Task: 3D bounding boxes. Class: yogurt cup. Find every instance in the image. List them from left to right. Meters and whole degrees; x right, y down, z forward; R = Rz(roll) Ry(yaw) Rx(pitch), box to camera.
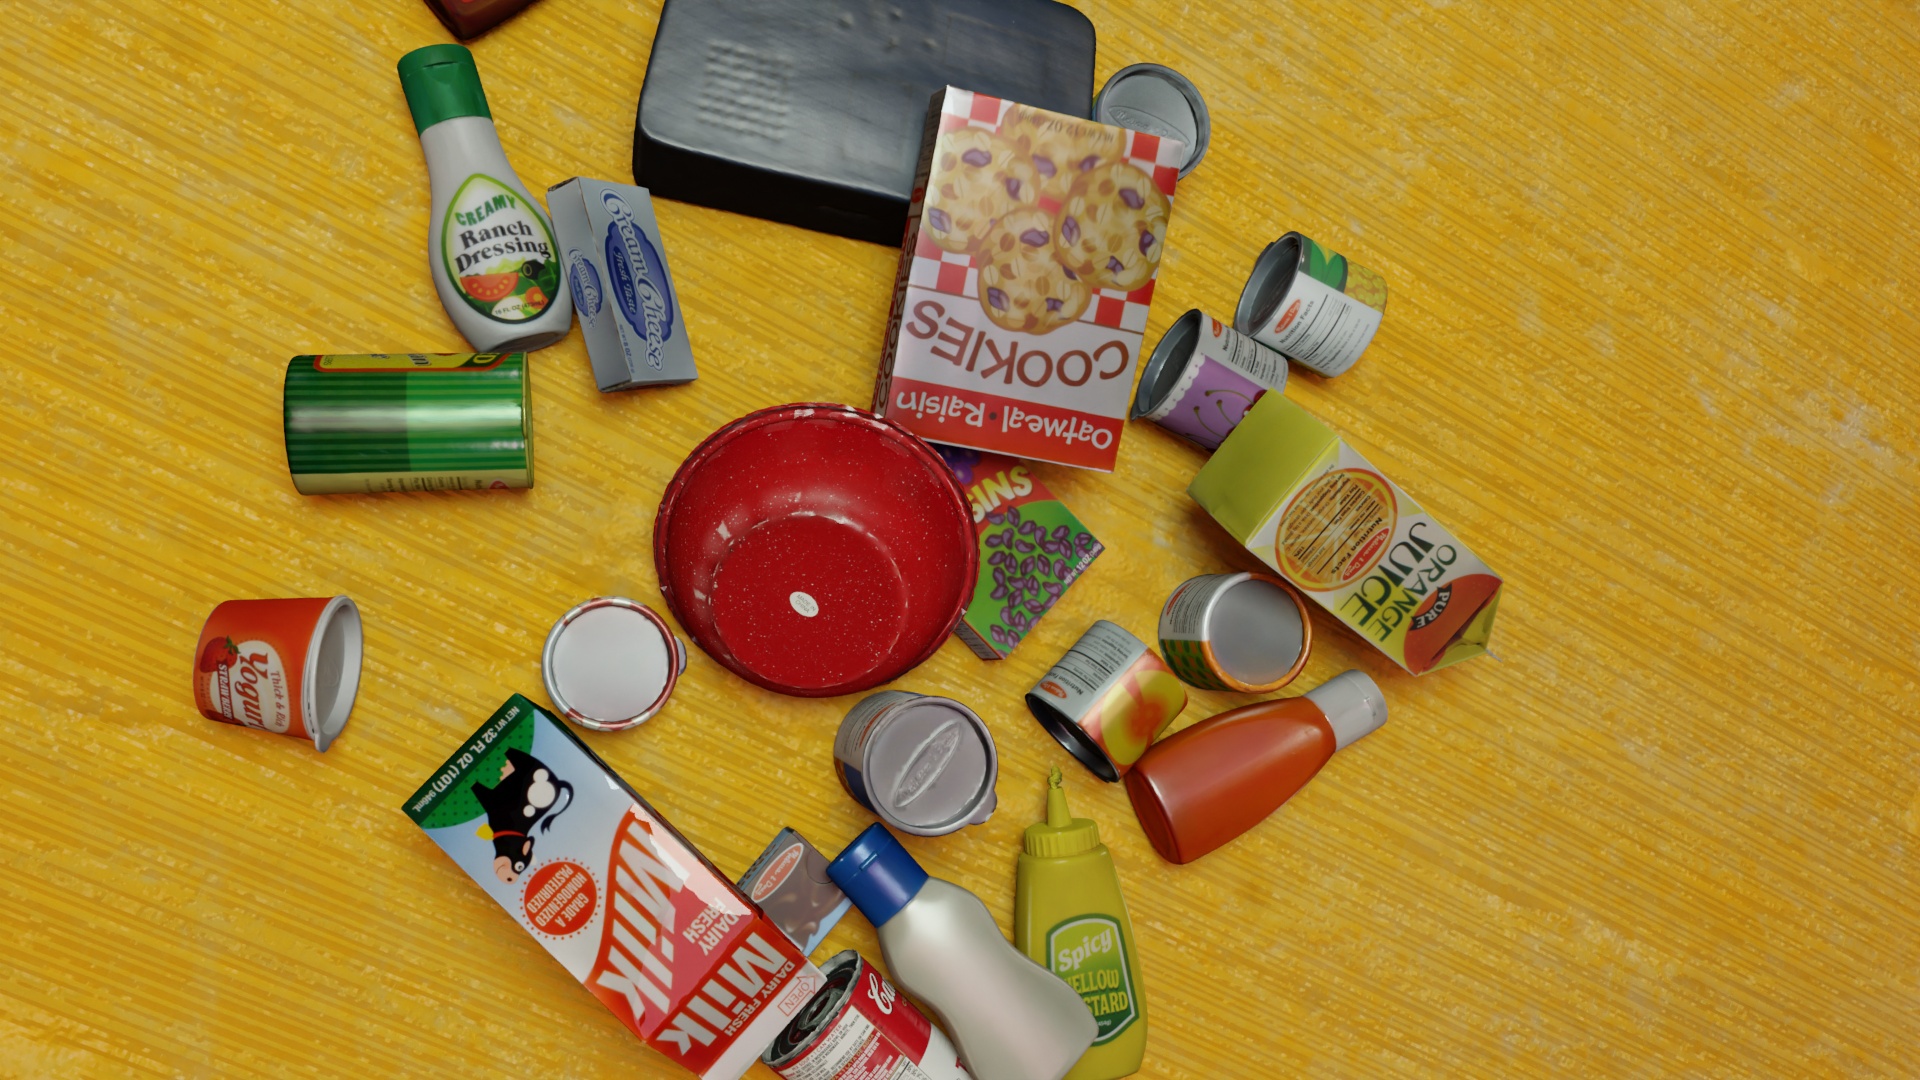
[{"bbox_3d":[-0.310,0.056,0.632,0.054,0.072,0.072,6,84,-6],"label":"yogurt cup"}]

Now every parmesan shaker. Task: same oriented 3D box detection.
[{"bbox_3d":[-0.255,-0.056,0.650,0.103,0.071,0.071,-2,86,-15],"label":"parmesan shaker"}]

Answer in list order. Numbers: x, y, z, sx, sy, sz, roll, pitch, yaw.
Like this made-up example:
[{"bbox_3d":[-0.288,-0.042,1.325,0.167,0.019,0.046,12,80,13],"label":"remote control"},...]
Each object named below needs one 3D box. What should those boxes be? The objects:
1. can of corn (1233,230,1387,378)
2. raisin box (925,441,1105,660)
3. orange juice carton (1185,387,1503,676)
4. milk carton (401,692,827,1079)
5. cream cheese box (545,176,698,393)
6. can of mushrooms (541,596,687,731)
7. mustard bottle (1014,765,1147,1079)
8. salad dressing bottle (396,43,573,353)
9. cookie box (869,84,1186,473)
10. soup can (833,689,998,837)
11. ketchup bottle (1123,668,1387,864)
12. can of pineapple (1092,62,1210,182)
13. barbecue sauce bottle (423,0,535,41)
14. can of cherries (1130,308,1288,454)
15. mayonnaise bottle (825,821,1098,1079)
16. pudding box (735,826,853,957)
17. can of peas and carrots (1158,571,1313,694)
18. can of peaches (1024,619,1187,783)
[{"bbox_3d":[0.197,-0.133,0.783,0.058,0.071,0.071,24,80,-13],"label":"can of corn"},{"bbox_3d":[0.003,-0.009,0.733,0.123,0.040,0.086,45,76,-8],"label":"raisin box"},{"bbox_3d":[0.219,0.006,0.748,0.192,0.072,0.073,33,102,-29],"label":"orange juice carton"},{"bbox_3d":[-0.154,0.162,0.639,0.190,0.073,0.072,42,77,6],"label":"milk carton"},{"bbox_3d":[-0.167,-0.126,0.690,0.024,0.053,0.103,-15,90,28],"label":"cream cheese box"},{"bbox_3d":[-0.170,0.060,0.684,0.071,0.033,0.071,1,85,-15],"label":"can of mushrooms"},{"bbox_3d":[0.057,0.198,0.726,0.065,0.048,0.160,-7,88,-13],"label":"mustard bottle"},{"bbox_3d":[-0.235,-0.166,0.679,0.064,0.044,0.147,-18,90,-22],"label":"salad dressing bottle"},{"bbox_3d":[0.031,-0.125,0.688,0.123,0.040,0.167,9,99,-15],"label":"cookie box"},{"bbox_3d":[-0.023,0.111,0.693,0.071,0.083,0.071,1,86,-15],"label":"soup can"},{"bbox_3d":[0.166,0.118,0.764,0.149,0.043,0.064,-24,93,-16],"label":"ketchup bottle"},{"bbox_3d":[0.095,-0.219,0.765,0.071,0.058,0.071,1,85,-15],"label":"can of pineapple"},{"bbox_3d":[-0.209,-0.316,0.699,0.149,0.043,0.065,-40,95,-15],"label":"barbecue sauce bottle"},{"bbox_3d":[0.136,-0.083,0.764,0.058,0.071,0.071,26,80,-13],"label":"can of cherries"},{"bbox_3d":[-0.003,0.203,0.677,0.065,0.041,0.148,-42,87,-16],"label":"mayonnaise bottle"},{"bbox_3d":[-0.095,0.191,0.695,0.049,0.030,0.084,43,76,-7],"label":"pudding box"},{"bbox_3d":[0.152,0.051,0.758,0.071,0.058,0.071,1,86,-15],"label":"can of peas and carrots"},{"bbox_3d":[0.078,0.086,0.733,0.058,0.071,0.071,-45,98,-14],"label":"can of peaches"}]
